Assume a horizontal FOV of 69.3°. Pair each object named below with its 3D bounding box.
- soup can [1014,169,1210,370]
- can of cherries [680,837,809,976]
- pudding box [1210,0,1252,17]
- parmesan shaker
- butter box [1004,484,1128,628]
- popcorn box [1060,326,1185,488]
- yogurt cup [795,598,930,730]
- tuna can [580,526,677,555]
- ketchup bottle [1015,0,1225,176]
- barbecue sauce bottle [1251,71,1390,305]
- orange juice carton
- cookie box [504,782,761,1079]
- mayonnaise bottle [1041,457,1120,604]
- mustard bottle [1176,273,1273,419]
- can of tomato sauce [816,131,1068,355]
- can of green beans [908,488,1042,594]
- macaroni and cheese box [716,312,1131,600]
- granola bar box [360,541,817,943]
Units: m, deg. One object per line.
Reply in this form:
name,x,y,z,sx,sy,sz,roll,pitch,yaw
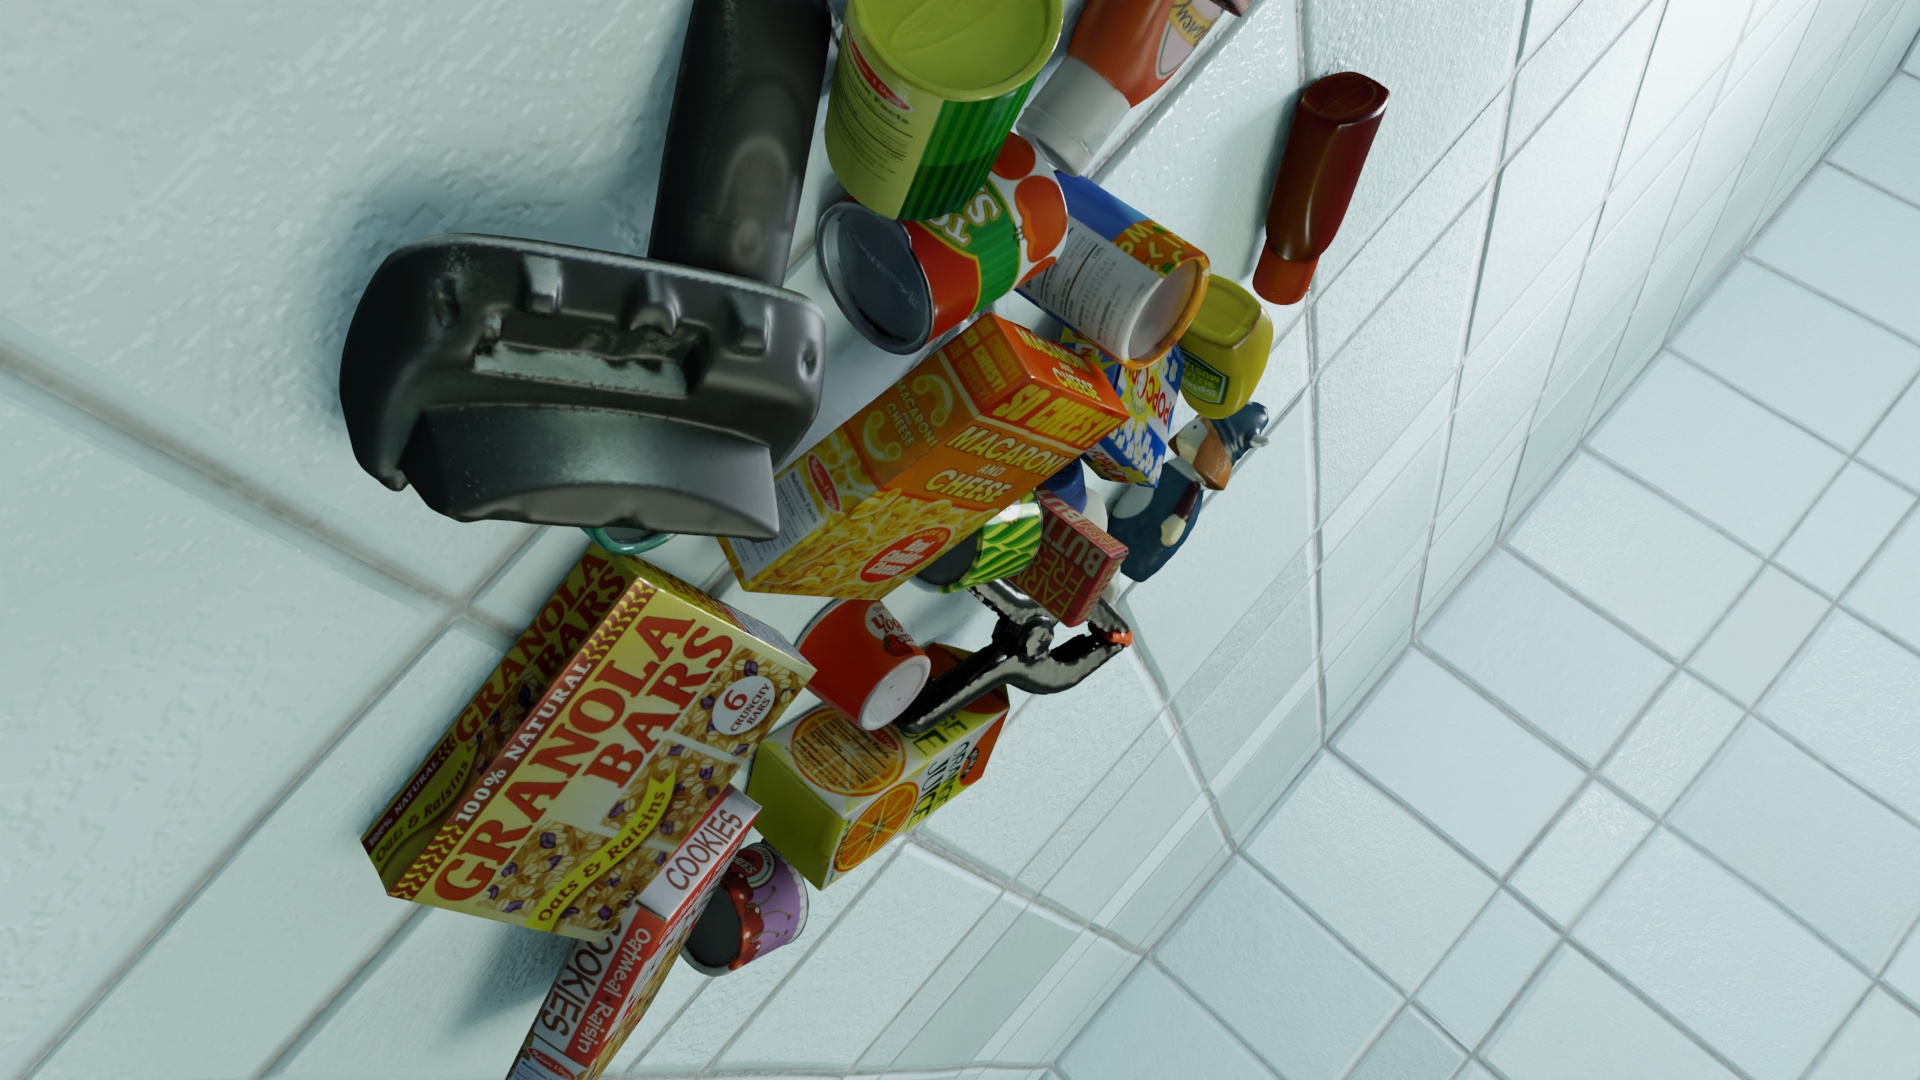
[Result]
soup can,0.070,-0.132,0.674,0.071,0.084,0.071,-40,154,-24
can of cherries,-0.136,0.221,0.845,0.058,0.071,0.071,-9,133,-55
pudding box,0.079,-0.241,0.533,0.030,0.084,0.050,-53,156,12
parmesan shaker,-0.011,-0.161,0.474,0.071,0.071,0.103,-44,-179,-13
butter box,0.040,-0.002,0.783,0.024,0.104,0.053,-11,134,-56
popcorn box,0.090,-0.087,0.787,0.126,0.038,0.085,32,69,-66
yogurt cup,-0.054,0.070,0.782,0.073,0.054,0.072,-38,153,-24
tuna can,-0.127,-0.029,0.539,0.071,0.033,0.070,-40,154,-24
ketchup bottle,0.082,-0.229,0.605,0.148,0.043,0.064,-52,156,4
barbecue sauce bottle,0.218,-0.213,0.865,0.065,0.044,0.147,-35,153,-30
orange juice carton,-0.037,0.129,0.872,0.193,0.073,0.071,-27,147,-43
cookie box,-0.179,0.222,0.751,0.166,0.040,0.123,-60,176,21
mayonnaise bottle,0.065,-0.006,0.876,0.147,0.065,0.041,73,22,-58
mustard bottle,0.165,-0.113,0.893,0.049,0.065,0.160,-52,160,-8
can of tomato sauce,-0.006,-0.126,0.571,0.083,0.071,0.070,-36,152,-30
can of green beans,0.002,-0.007,0.754,0.058,0.071,0.071,-12,136,-54
macaroni and cheese box,-0.016,-0.033,0.654,0.166,0.040,0.124,-36,161,20
granola bar box,-0.159,0.093,0.614,0.165,0.039,0.124,-52,140,1
